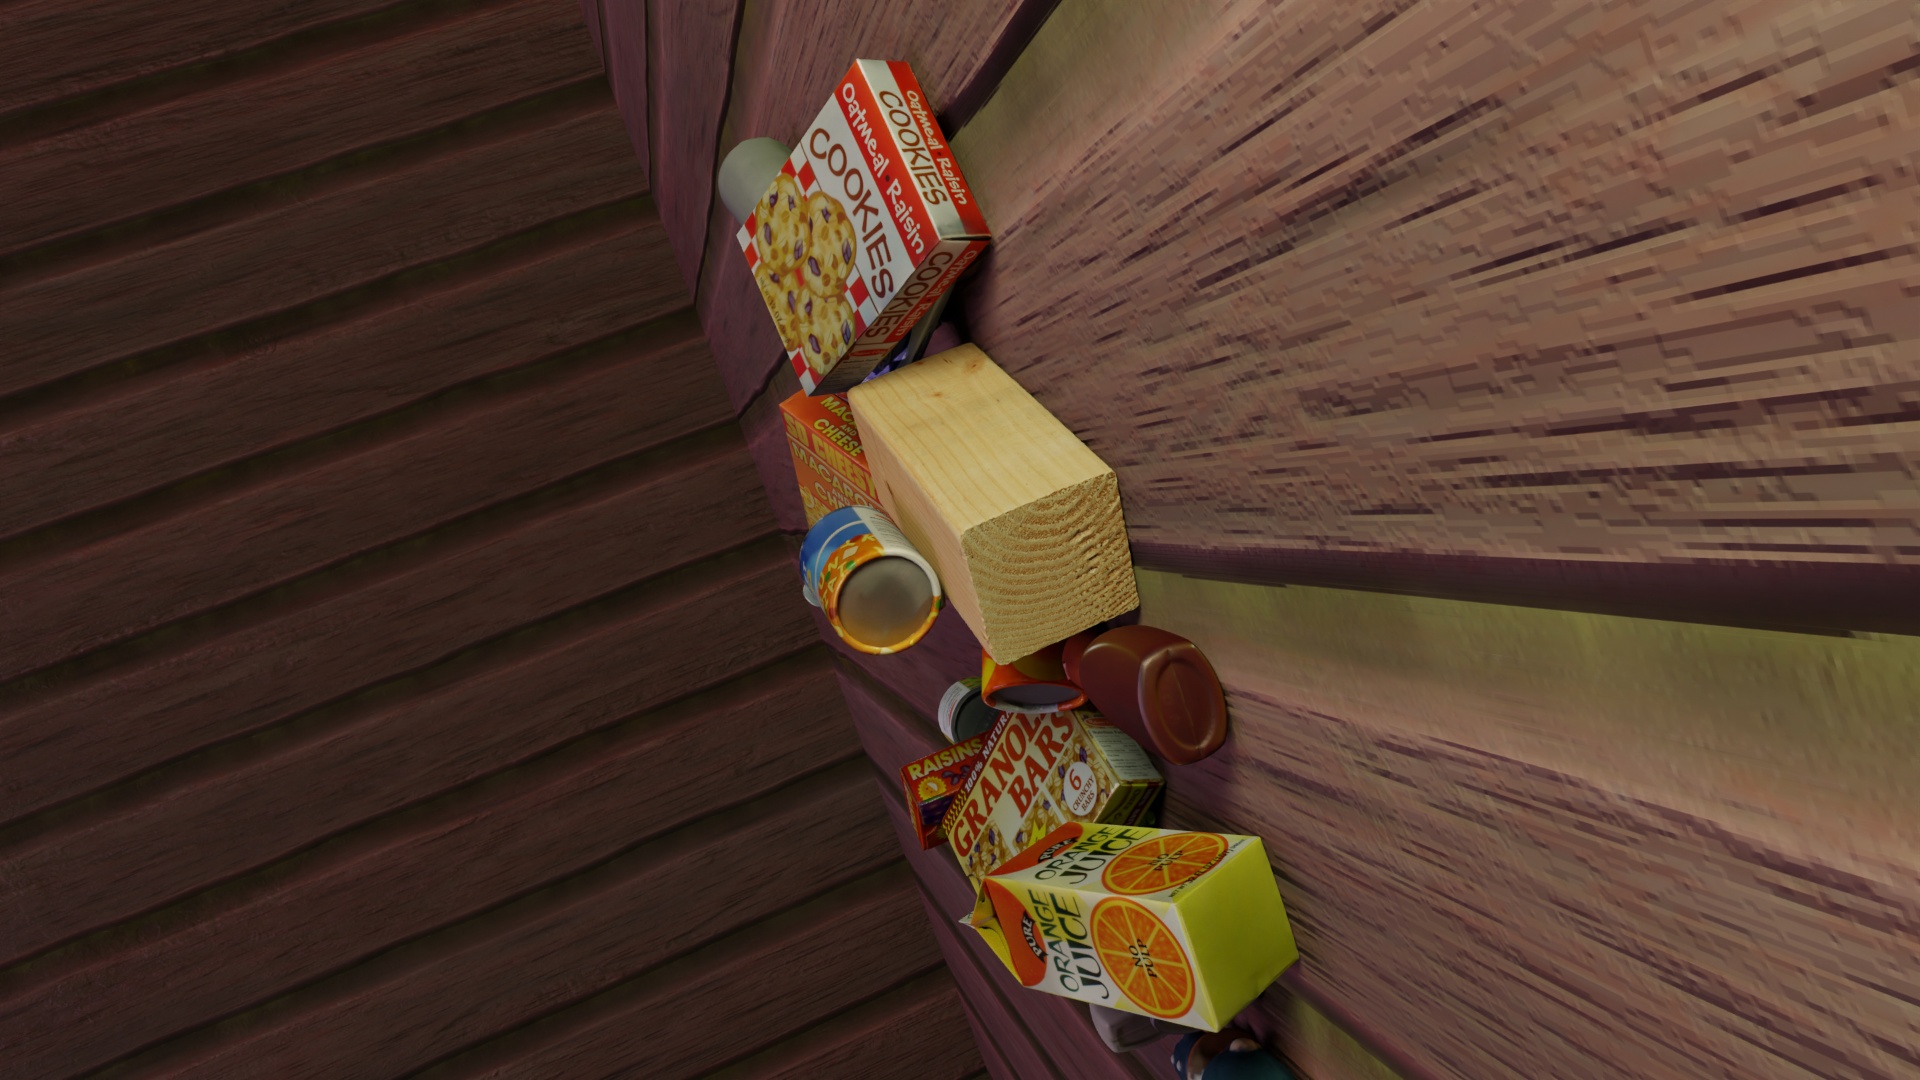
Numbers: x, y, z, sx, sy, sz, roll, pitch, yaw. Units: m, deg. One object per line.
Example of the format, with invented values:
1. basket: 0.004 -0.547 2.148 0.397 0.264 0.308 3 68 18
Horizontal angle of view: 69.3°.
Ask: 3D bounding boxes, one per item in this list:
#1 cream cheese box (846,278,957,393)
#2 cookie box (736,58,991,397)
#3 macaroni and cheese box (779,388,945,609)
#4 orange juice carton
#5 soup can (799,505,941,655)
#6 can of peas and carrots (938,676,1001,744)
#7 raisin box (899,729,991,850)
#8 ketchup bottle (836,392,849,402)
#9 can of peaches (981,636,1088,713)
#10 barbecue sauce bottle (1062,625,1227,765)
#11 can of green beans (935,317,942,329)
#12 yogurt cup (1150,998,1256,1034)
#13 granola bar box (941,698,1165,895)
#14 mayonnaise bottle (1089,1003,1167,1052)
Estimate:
1. cream cheese box: -0.047 -0.134 0.882 0.053 0.024 0.103 32 123 7
2. cookie box: -0.061 -0.180 0.821 0.166 0.040 0.123 -40 69 47
3. macaroni and cheese box: -0.072 -0.025 1.051 0.124 0.040 0.165 37 151 32
4. orange juice carton: 0.082 0.205 0.766 0.192 0.072 0.073 -10 102 52
5. soup can: -0.056 0.025 0.815 0.084 0.071 0.071 -135 26 -65
6. can of peas and carrots: 0.021 0.152 1.178 0.058 0.071 0.071 -172 61 -77
7. raisin box: 0.018 0.192 1.106 0.085 0.123 0.040 85 161 -53
8. ketchup bottle: -0.094 -0.151 1.210 0.148 0.043 0.065 131 117 -78
9. can of peaches: 0.046 0.069 0.847 0.071 0.071 0.058 96 176 -66
10. barbecue sauce bottle: 0.092 0.074 0.743 0.148 0.044 0.064 -162 53 -77
11. can of green beans: -0.051 -0.161 0.928 0.071 0.071 0.057 -146 36 -71
12. yogurt cup: 0.135 0.248 0.813 0.072 0.072 0.054 81 172 -46
13. granola bar box: 0.054 0.172 0.907 0.164 0.039 0.125 -64 37 28
14. mayonnaise bottle: 0.113 0.319 1.056 0.148 0.065 0.041 -125 16 -62
